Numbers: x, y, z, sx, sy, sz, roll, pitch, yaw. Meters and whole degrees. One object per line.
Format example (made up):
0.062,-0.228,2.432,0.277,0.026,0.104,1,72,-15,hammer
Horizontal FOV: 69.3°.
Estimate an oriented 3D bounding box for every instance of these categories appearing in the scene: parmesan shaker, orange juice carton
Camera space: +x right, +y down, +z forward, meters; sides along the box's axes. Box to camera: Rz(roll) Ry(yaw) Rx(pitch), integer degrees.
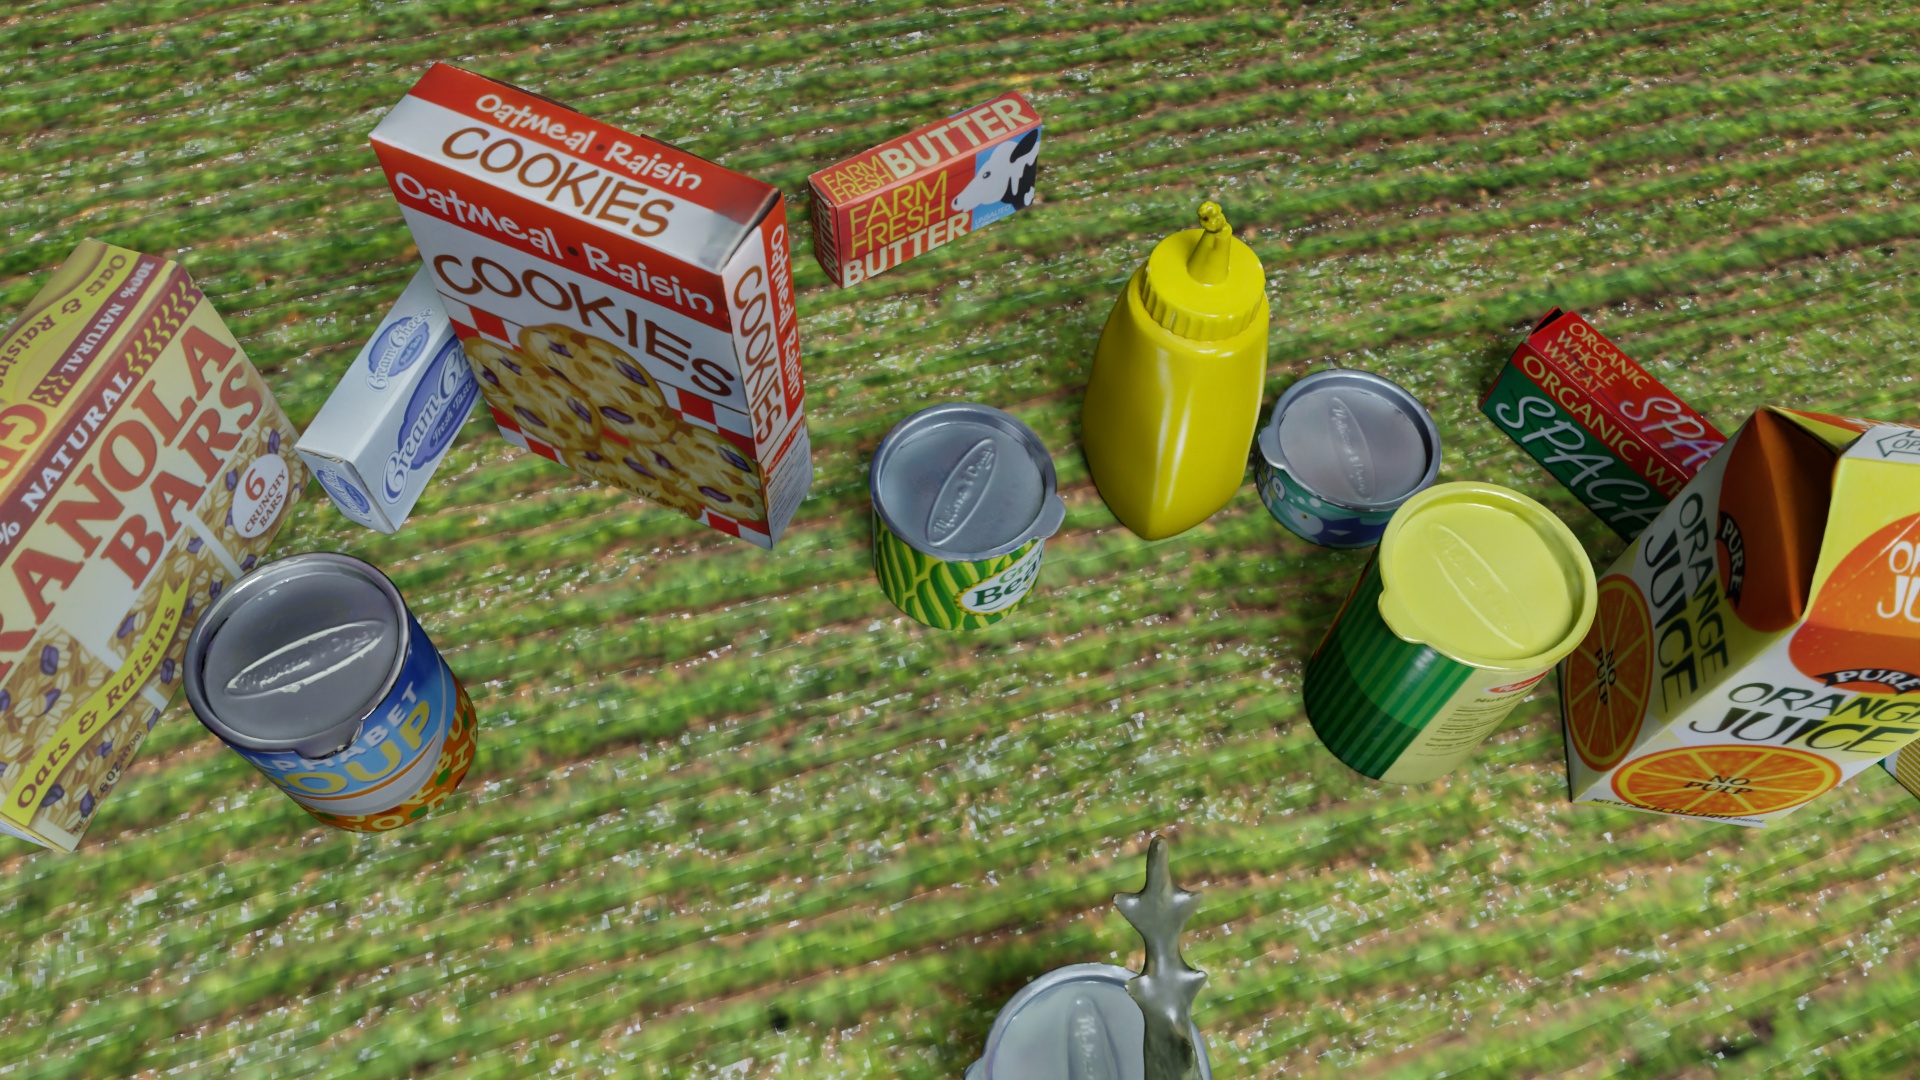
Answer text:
0.157,0.036,0.469,0.071,0.102,0.071,1,60,-2,parmesan shaker
0.260,0.022,0.430,0.072,0.191,0.073,7,60,2,orange juice carton

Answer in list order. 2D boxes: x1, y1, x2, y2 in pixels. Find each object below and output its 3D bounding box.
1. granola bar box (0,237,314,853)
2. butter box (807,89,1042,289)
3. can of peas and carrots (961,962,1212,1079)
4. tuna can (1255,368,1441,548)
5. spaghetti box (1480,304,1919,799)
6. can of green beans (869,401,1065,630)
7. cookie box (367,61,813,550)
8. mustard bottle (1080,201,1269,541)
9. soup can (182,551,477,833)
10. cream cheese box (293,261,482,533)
-0.289,0.004,0.456,0.039,0.123,0.166,16,61,7,granola bar box
-0.014,-0.151,0.597,0.104,0.053,0.024,-27,65,-17,butter box
0.035,0.166,0.414,0.071,0.058,0.071,1,60,-2,can of peas and carrots
0.149,-0.032,0.547,0.071,0.032,0.071,1,60,-2,tuna can
0.302,0.011,0.519,0.029,0.050,0.250,-33,67,-19,spaghetti box
0.000,-0.008,0.513,0.071,0.057,0.071,1,60,-2,can of green beans
-0.117,-0.073,0.483,0.123,0.166,0.040,22,62,10,cookie box
0.078,-0.061,0.488,0.049,0.159,0.065,-24,64,-15,mustard bottle
-0.201,0.055,0.453,0.071,0.083,0.071,1,60,-2,soup can
-0.210,-0.059,0.536,0.024,0.053,0.104,17,61,7,cream cheese box
